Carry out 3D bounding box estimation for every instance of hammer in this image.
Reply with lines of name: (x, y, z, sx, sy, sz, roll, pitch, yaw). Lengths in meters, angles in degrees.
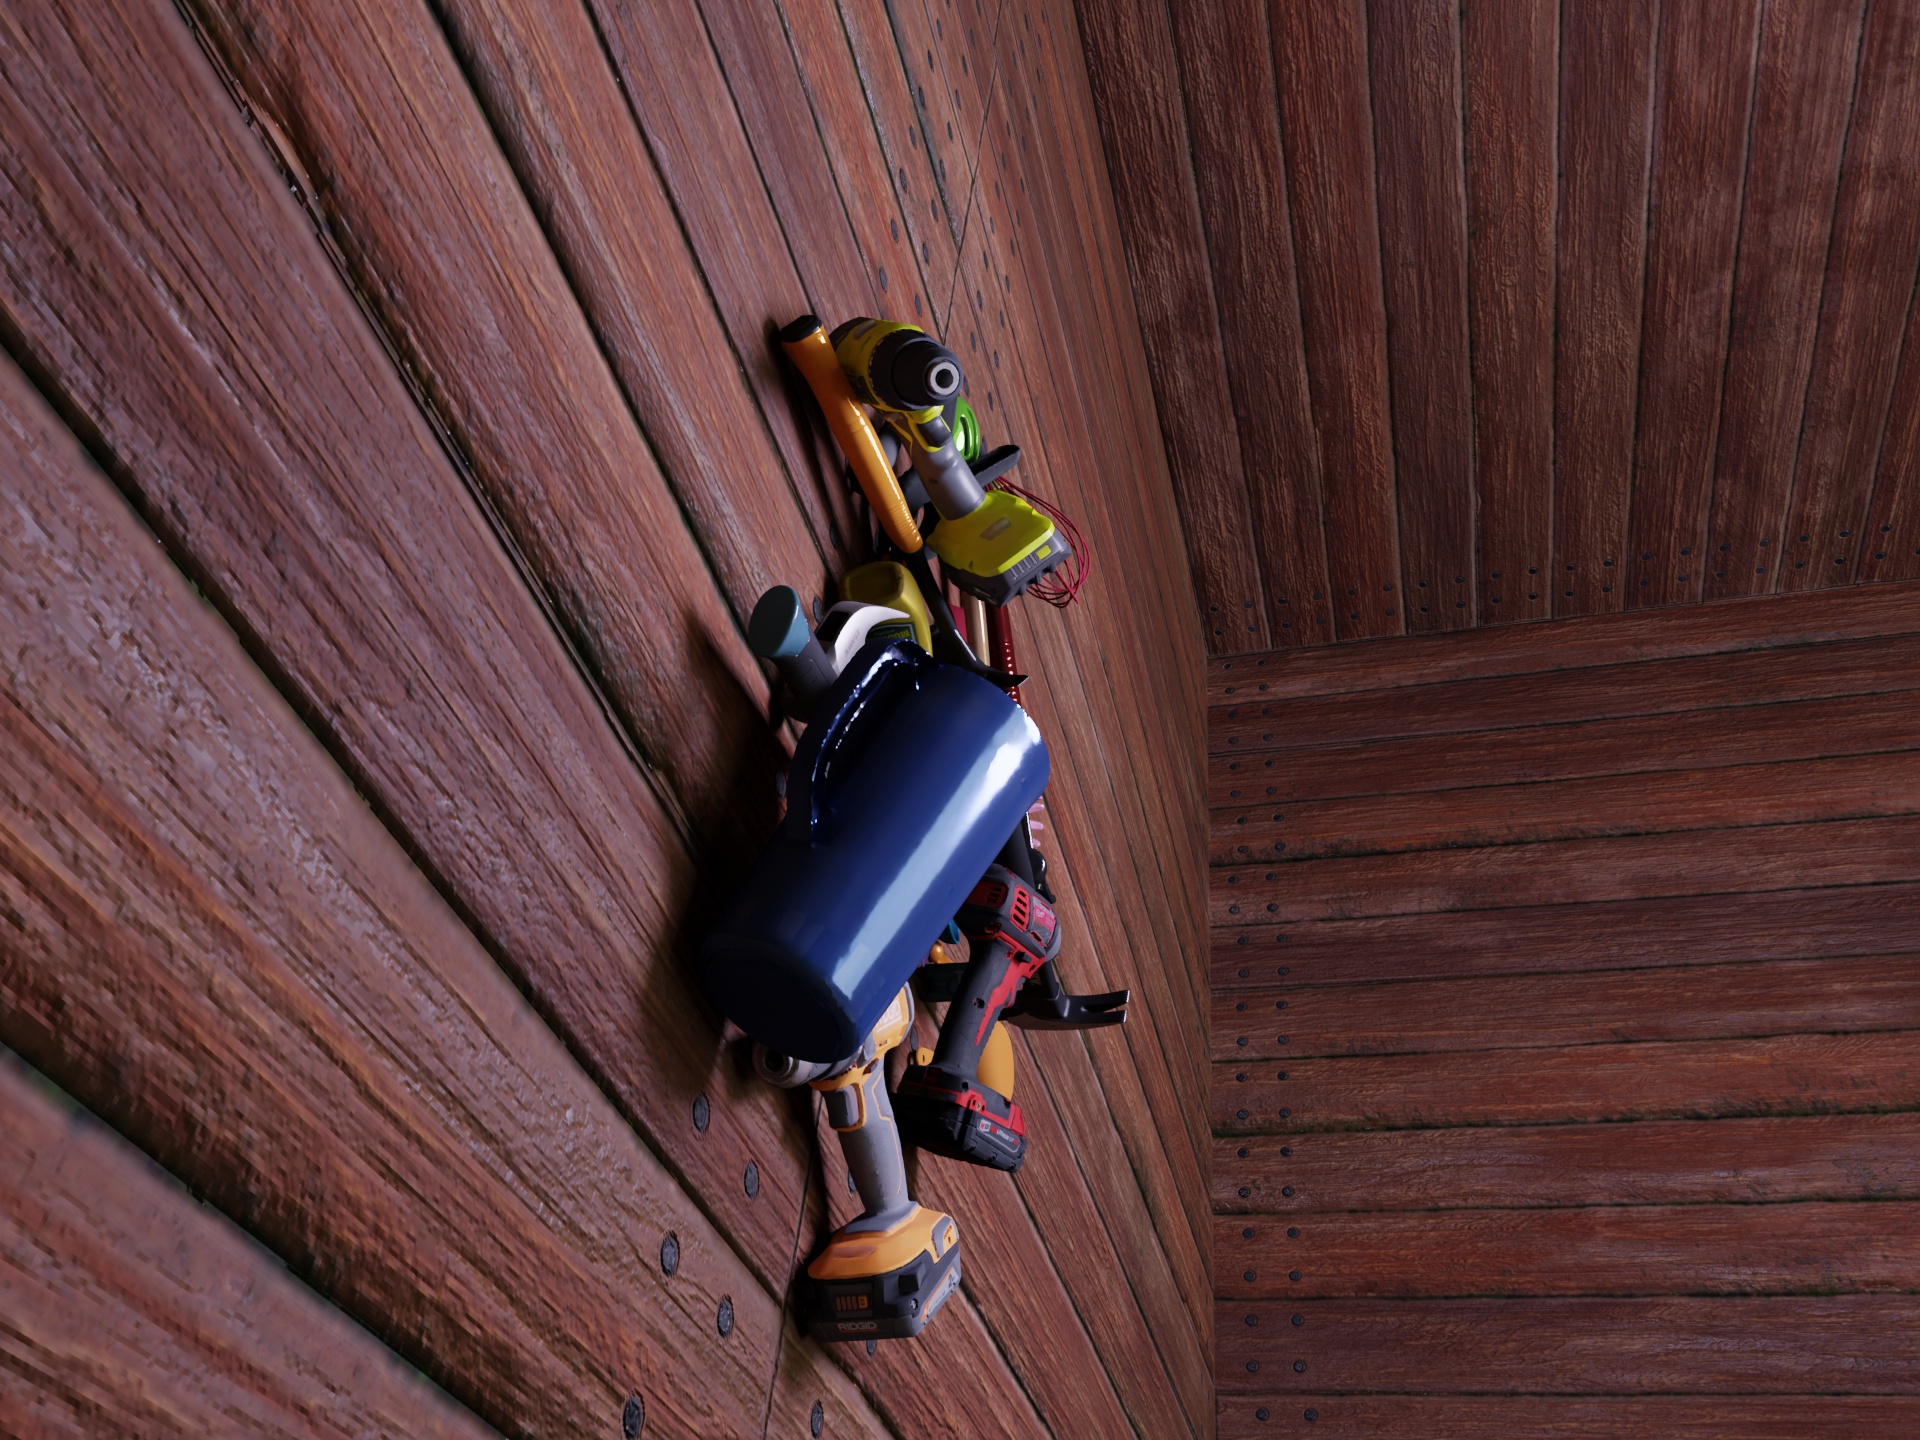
hammer: (0.059, 0.167, 1.372, 0.334, 0.146, 0.035, 76, 21, -45)
hammer: (-0.056, 0.033, 1.227, 0.130, 0.031, 0.331, -63, 153, -30)
hammer: (0.048, -0.005, 1.511, 0.149, 0.036, 0.359, 69, 13, -71)
hammer: (-0.050, -0.158, 1.226, 0.127, 0.034, 0.336, 31, -26, 52)
hammer: (-0.076, 0.020, 1.091, 0.128, 0.033, 0.330, -63, 154, -23)

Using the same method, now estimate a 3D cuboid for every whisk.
whisk: (-0.054, -0.251, 1.374, 0.239, 0.055, 0.055, -68, 149, -53)
whisk: (0.035, -0.214, 1.462, 0.296, 0.073, 0.073, 58, 0, 31)

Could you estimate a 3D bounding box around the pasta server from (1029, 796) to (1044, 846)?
pasta server: (0.032, 0.136, 1.559, 0.316, 0.040, 0.060, -43, 136, -71)

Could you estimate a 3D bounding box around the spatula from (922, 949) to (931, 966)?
spatula: (0.001, 0.104, 1.354, 0.316, 0.018, 0.059, -66, 160, -64)

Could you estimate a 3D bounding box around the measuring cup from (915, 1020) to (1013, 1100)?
measuring cup: (0.006, 0.294, 1.360, 0.173, 0.052, 0.095, 49, 37, -69)

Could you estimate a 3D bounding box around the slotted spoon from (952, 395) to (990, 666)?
slotted spoon: (0.010, -0.138, 1.421, 0.070, 0.031, 0.313, -26, 113, -65)

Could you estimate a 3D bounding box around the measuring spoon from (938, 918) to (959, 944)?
measuring spoon: (-0.028, 0.135, 1.380, 0.042, 0.021, 0.128, -53, 127, -80)

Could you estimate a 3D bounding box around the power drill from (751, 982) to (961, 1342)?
power drill: (-0.071, 0.279, 1.028, 0.185, 0.084, 0.226, -1, 81, -73)

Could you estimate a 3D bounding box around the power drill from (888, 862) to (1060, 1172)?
power drill: (0.023, 0.236, 1.265, 0.143, 0.078, 0.220, 44, 56, -53)

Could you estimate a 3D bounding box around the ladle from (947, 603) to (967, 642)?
ladle: (-0.002, -0.005, 1.430, 0.316, 0.031, 0.069, -86, 165, -52)

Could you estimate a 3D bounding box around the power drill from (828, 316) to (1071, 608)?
power drill: (-0.009, -0.202, 1.217, 0.228, 0.080, 0.191, 57, -10, -27)

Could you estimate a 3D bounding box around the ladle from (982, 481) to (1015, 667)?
ladle: (0.042, -0.090, 1.591, 0.078, 0.062, 0.320, 35, 45, -67)

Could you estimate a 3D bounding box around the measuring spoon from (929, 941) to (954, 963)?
measuring spoon: (-0.007, 0.221, 1.420, 0.116, 0.011, 0.021, 59, 29, -59)
